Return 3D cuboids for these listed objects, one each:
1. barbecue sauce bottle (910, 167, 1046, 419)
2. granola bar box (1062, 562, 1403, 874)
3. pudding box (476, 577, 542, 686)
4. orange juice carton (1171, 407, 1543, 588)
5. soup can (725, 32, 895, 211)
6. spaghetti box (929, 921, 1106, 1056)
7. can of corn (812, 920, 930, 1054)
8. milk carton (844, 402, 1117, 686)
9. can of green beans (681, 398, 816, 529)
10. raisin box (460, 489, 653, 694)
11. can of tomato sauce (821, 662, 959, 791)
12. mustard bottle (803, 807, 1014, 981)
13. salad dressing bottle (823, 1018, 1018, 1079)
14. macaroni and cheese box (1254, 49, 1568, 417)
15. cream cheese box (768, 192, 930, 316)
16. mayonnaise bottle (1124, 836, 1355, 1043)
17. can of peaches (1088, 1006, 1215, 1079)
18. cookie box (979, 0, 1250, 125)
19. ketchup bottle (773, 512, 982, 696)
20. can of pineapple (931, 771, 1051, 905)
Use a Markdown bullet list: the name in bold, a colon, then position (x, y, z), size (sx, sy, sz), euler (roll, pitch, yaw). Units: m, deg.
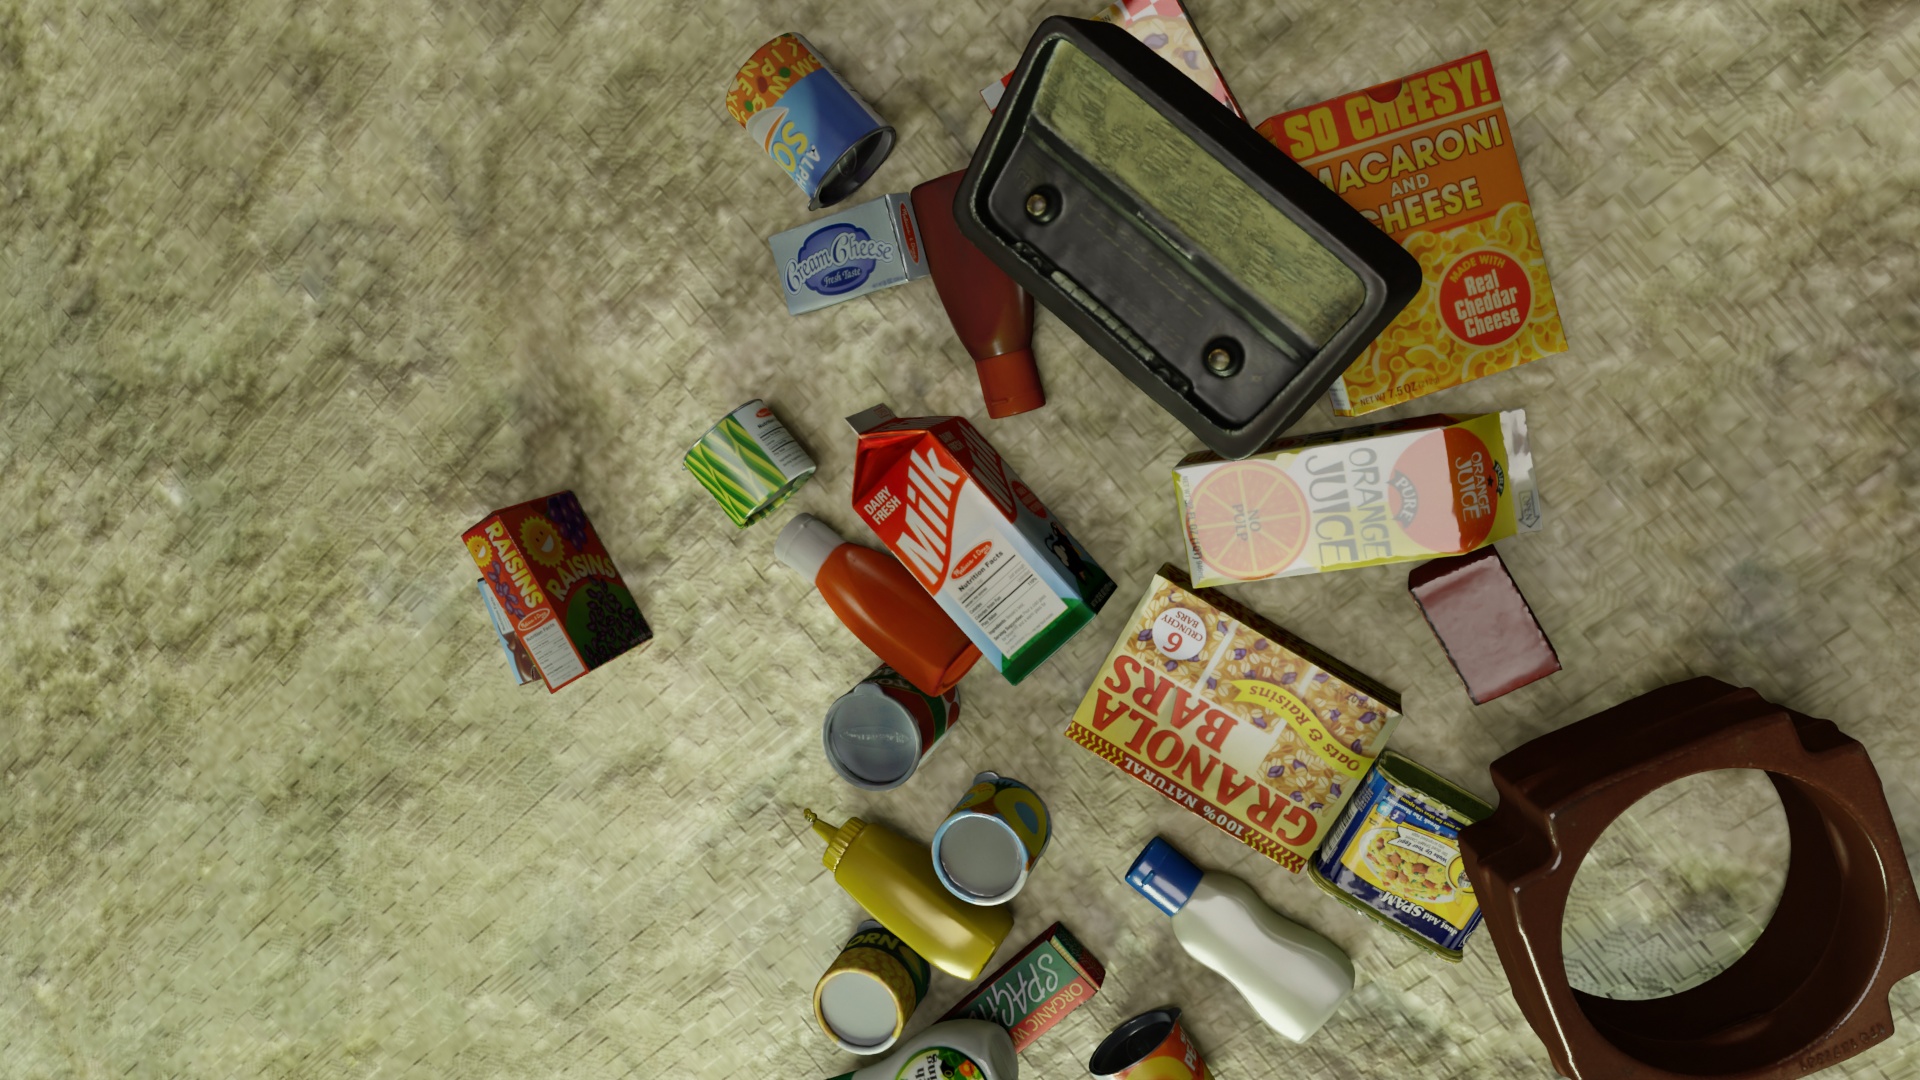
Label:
- **barbecue sauce bottle**: position (0.017, -0.149, 0.845), size (0.065, 0.044, 0.148), euler (-10, 99, 34)
- **granola bar box**: position (0.166, 0.108, 0.853), size (0.166, 0.039, 0.123), euler (30, 108, 9)
- **pudding box**: position (-0.307, 0.057, 0.997), size (0.049, 0.030, 0.083), euler (-19, 95, 19)
- **orange juice carton**: position (0.224, -0.026, 0.789), size (0.192, 0.073, 0.071), euler (-8, 98, 18)
- **soup can**: position (-0.093, -0.254, 0.845), size (0.084, 0.071, 0.071), euler (47, 111, 4)
- **spaghetti box**: position (-0.002, 0.355, 0.962), size (0.050, 0.029, 0.249), euler (46, 110, 4)
- **can of corn**: position (-0.062, 0.307, 0.956), size (0.071, 0.058, 0.071), euler (4, 102, 17)
- **milk carton**: position (0.003, -0.011, 0.863), size (0.073, 0.072, 0.190), euler (-43, 88, 21)
- **can of green beans**: position (-0.136, -0.049, 0.902), size (0.071, 0.071, 0.058), euler (-41, 88, 21)
- **raisin box**: position (-0.274, 0.032, 0.952), size (0.040, 0.086, 0.123), euler (-29, 92, 23)
- **can of tomato sauce**: position (-0.044, 0.114, 0.897), size (0.071, 0.083, 0.071), euler (4, 102, 17)
- **mustard bottle**: position (-0.042, 0.229, 0.934), size (0.160, 0.065, 0.048), euler (33, 104, 15)
- **salad dressing bottle**: position (-0.034, 0.366, 0.935), size (0.147, 0.044, 0.064), euler (-25, 93, 21)
- **macaroni and cheese box**: position (0.244, -0.164, 0.752), size (0.124, 0.040, 0.166), euler (-18, 96, -1)
- **cream cheese box**: position (-0.071, -0.176, 0.861), size (0.103, 0.024, 0.053), euler (-8, 100, 38)
- **mayonnaise bottle**: position (0.173, 0.247, 0.880), size (0.148, 0.041, 0.064), euler (38, 108, 8)
- **can of peaches**: position (0.128, 0.347, 0.901), size (0.071, 0.071, 0.058), euler (-32, 90, 21)
- **cookie box**: position (0.106, -0.219, 0.804), size (0.122, 0.040, 0.167), euler (-28, 92, 21)
- **ketchup bottle**: position (-0.054, 0.036, 0.898), size (0.149, 0.065, 0.043), euler (36, 134, 17)
- **can of pineapple**: position (0.019, 0.195, 0.907), size (0.071, 0.058, 0.071), euler (4, 102, 17)
